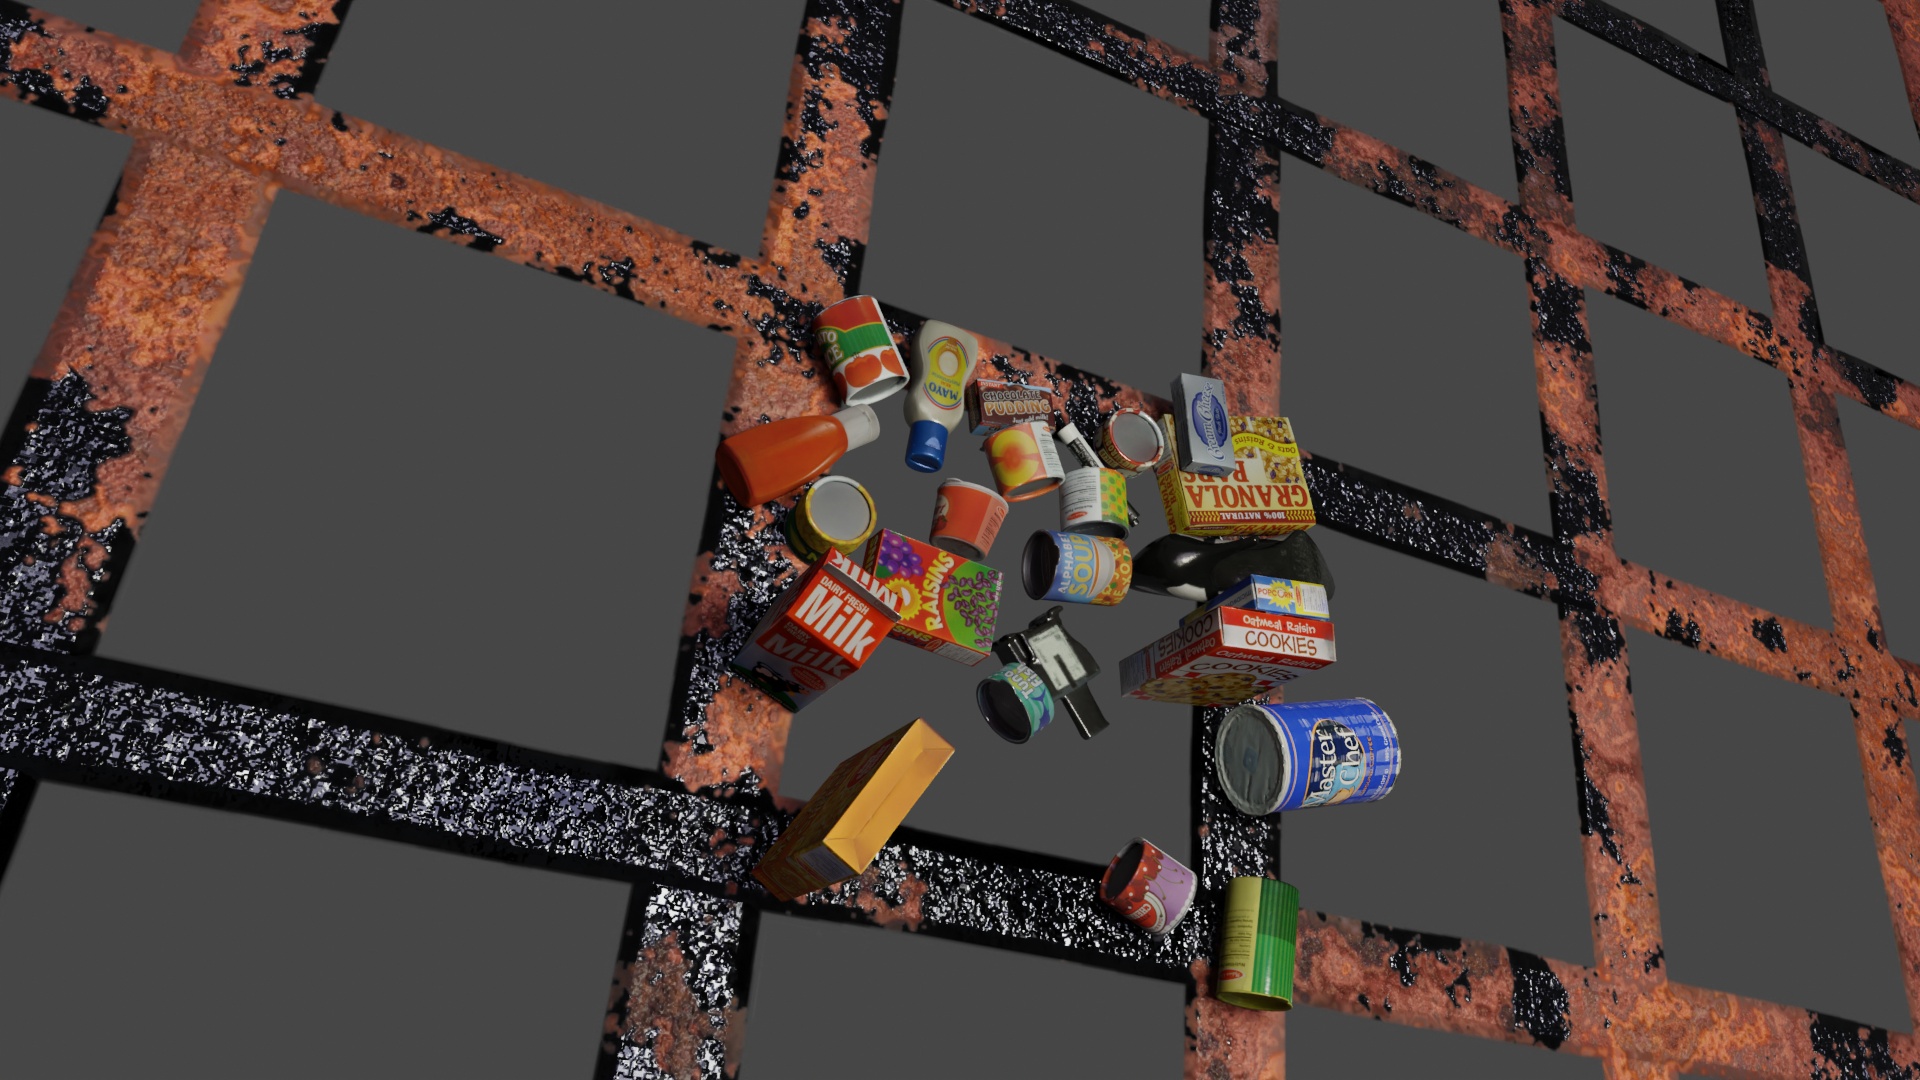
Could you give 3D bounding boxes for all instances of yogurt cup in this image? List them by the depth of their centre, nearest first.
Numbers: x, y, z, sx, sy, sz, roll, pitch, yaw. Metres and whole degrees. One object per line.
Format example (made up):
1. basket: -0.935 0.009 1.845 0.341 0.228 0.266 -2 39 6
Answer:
1. yogurt cup: 0.005 -0.016 1.270 0.072 0.072 0.054 24 68 -16

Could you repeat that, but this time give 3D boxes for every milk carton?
1. milk carton: -0.110 0.068 1.099 0.072 0.189 0.074 37 58 -9

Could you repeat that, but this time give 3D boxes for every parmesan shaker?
1. parmesan shaker: 0.268 0.359 1.238 0.071 0.071 0.103 22 61 -17

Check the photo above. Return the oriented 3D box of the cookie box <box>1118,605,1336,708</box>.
1. cookie box: 0.242 0.109 1.274 0.123 0.166 0.040 9 65 -24

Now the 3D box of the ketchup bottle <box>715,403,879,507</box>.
1. ketchup bottle: -0.140 -0.083 1.236 0.149 0.043 0.065 -26 83 -33

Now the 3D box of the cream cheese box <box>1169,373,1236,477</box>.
1. cream cheese box: 0.246 -0.117 1.413 0.053 0.024 0.104 7 64 -22

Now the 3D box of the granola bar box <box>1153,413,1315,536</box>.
1. granola bar box: 0.283 -0.068 1.448 0.166 0.039 0.124 -1 70 -27

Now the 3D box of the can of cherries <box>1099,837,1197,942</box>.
1. can of cherries: 0.162 0.304 1.210 0.058 0.071 0.072 36 58 -9

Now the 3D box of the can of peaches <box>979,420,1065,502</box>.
1. can of peaches: 0.059 -0.074 1.323 0.071 0.071 0.058 -10 75 -30

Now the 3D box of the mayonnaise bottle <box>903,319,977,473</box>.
1. mayonnaise bottle: -0.023 -0.136 1.320 0.065 0.041 0.149 20 61 -20

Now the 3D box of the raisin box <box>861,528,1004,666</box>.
1. raisin box: -0.029 0.051 1.238 0.123 0.040 0.086 21 62 -19

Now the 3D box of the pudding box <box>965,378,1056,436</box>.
1. pudding box: 0.049 -0.127 1.360 0.084 0.030 0.050 5 66 -25

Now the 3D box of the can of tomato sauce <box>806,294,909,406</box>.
1. can of tomato sauce: -0.095 -0.174 1.286 0.071 0.071 0.083 -18 79 -32

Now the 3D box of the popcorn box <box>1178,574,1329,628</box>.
1. popcorn box: 0.280 0.076 1.333 0.085 0.126 0.038 8 63 -25

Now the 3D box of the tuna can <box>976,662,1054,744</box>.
1. tuna can: 0.048 0.141 1.220 0.033 0.070 0.071 -32 86 -35

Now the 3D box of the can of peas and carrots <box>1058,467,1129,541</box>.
1. can of peas and carrots: 0.129 -0.030 1.339 0.071 0.070 0.059 10 65 -23

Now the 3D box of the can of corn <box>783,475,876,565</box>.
1. can of corn: -0.113 -0.014 1.211 0.071 0.058 0.071 10 65 -23

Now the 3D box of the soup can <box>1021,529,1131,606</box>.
1. soup can: 0.110 0.026 1.301 0.084 0.071 0.071 6 67 -25

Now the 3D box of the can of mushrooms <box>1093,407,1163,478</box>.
1. can of mushrooms: 0.169 -0.098 1.407 0.071 0.033 0.071 11 65 -24

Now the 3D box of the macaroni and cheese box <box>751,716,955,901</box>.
1. macaroni and cheese box: -0.085 0.210 1.065 0.040 0.165 0.124 44 57 -5
